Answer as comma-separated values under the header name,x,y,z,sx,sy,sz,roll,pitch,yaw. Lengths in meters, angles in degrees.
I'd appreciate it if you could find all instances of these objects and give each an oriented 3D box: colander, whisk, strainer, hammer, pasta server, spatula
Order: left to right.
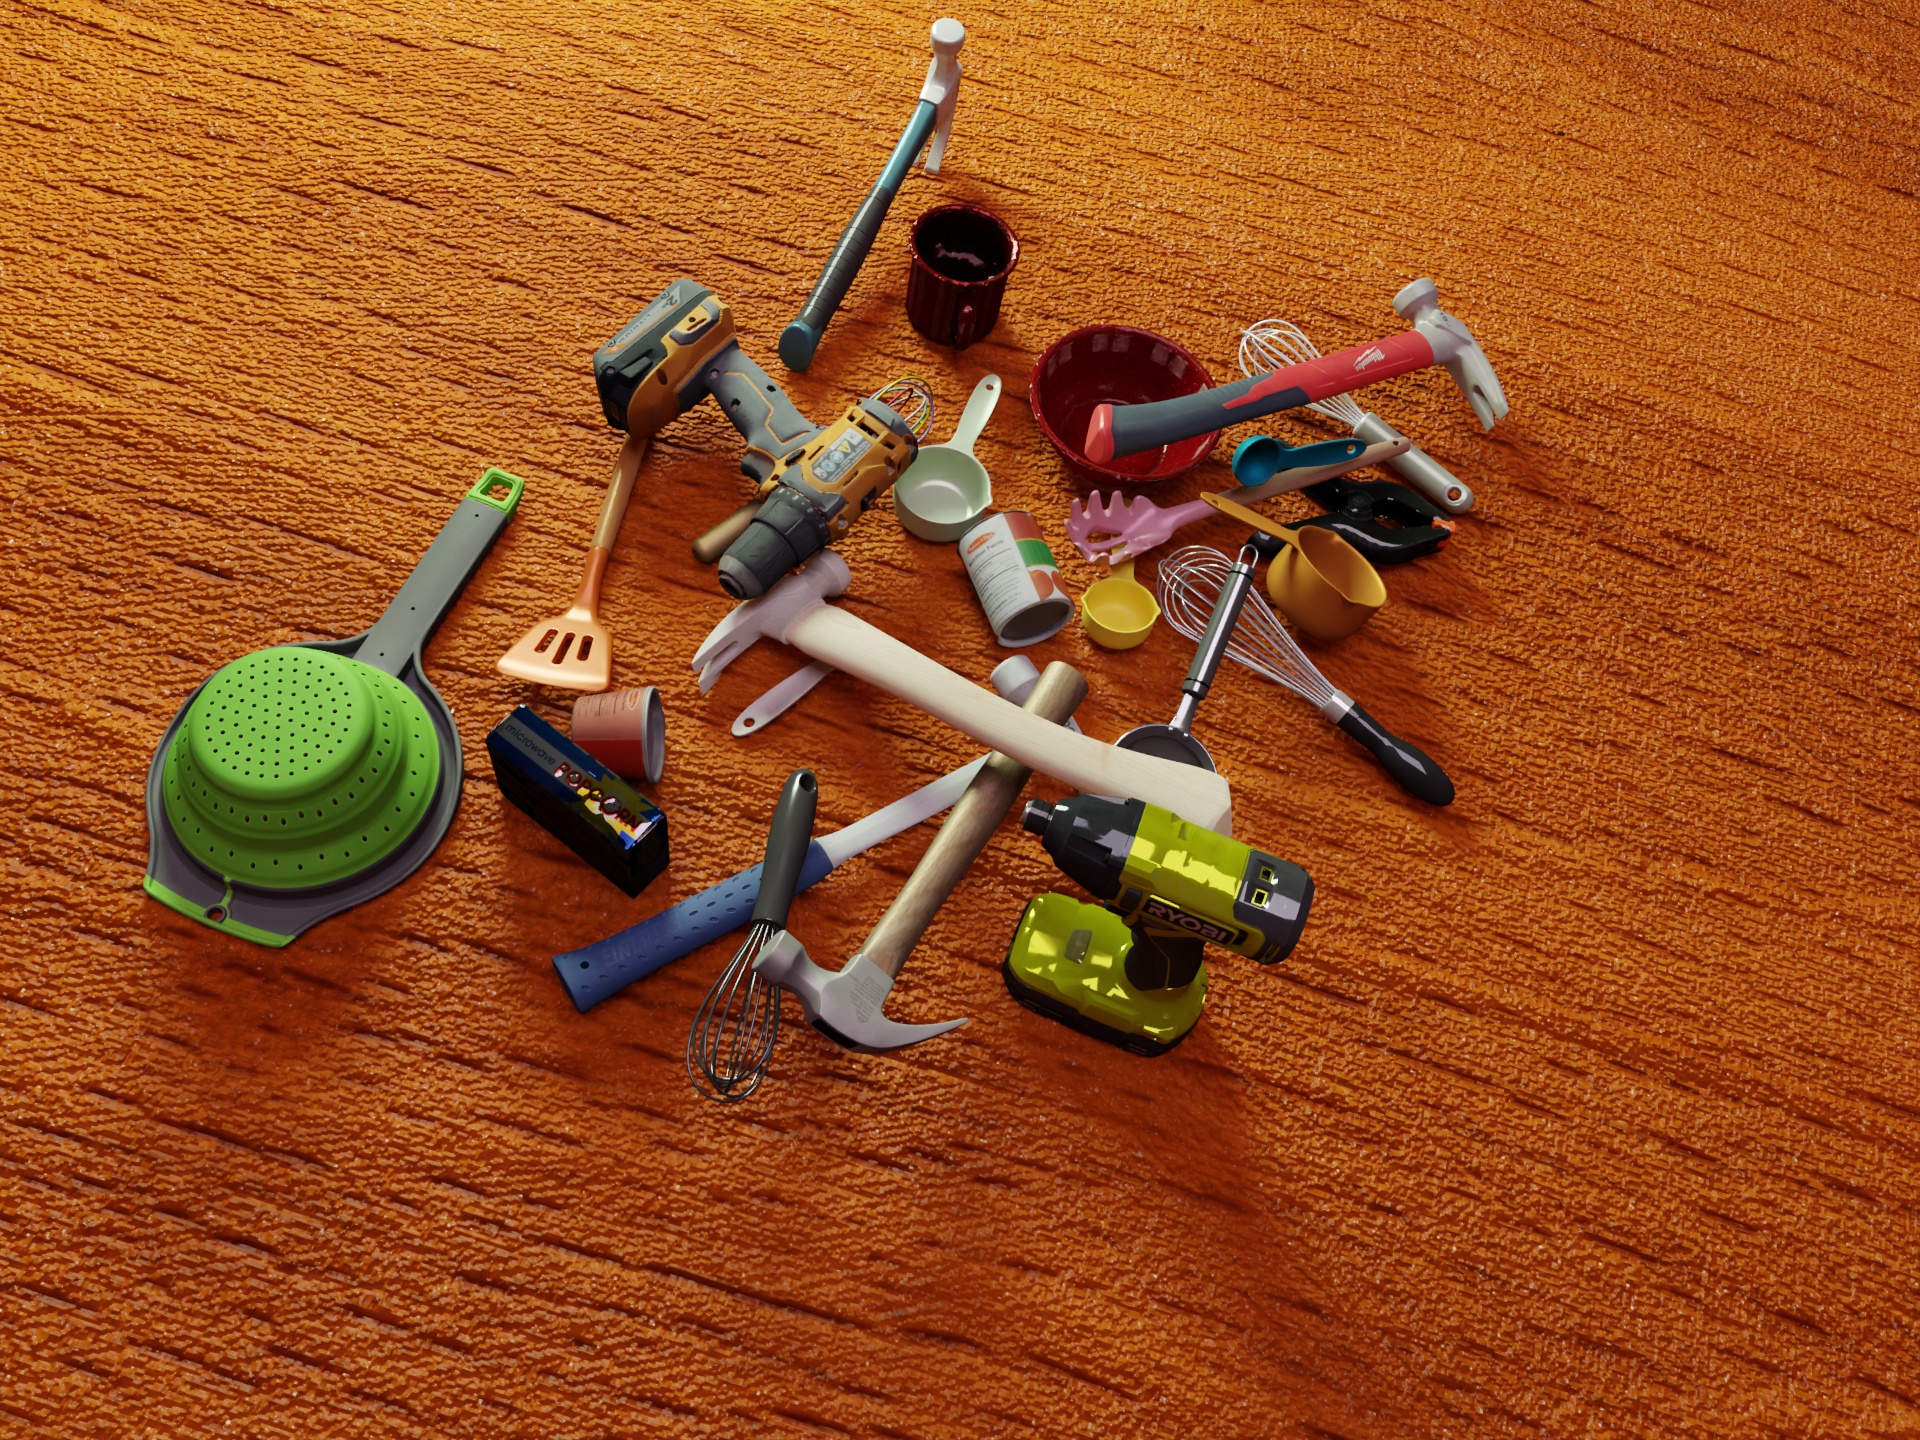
name,x,y,z,sx,sy,sz,roll,pitch,yaw
colander,-0.408,-0.046,1.084,0.204,0.094,0.397,22,60,3
spatula,-0.266,-0.151,1.198,0.081,0.041,0.323,11,59,-2
whisk,-0.127,0.130,1.021,0.055,0.055,0.239,13,55,-2
whisk,-0.113,-0.200,1.250,0.245,0.047,0.051,-39,75,-22
hammer,-0.082,0.092,1.094,0.405,0.035,0.144,-27,68,-22
hammer,-0.074,-0.438,1.358,0.033,0.128,0.331,23,69,5
hammer,-0.002,-0.003,1.072,0.411,0.038,0.146,27,57,33
hammer,0.002,0.081,1.060,0.130,0.031,0.331,42,55,-9
strainer,0.169,-0.014,1.163,0.087,0.050,0.258,25,78,-5
pasta server,0.225,-0.182,1.265,0.316,0.040,0.060,-19,68,-15
hammer,0.273,-0.257,1.290,0.386,0.038,0.143,-20,74,-25
whisk,0.261,-0.031,1.210,0.285,0.070,0.070,41,63,9
whisk,0.336,-0.258,1.357,0.246,0.059,0.058,41,99,10

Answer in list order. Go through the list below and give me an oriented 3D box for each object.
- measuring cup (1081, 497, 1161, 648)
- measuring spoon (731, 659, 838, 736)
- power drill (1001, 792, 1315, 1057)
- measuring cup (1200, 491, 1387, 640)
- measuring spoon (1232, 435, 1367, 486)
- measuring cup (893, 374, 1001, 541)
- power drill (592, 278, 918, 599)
name,x,y,z,sx,sy,sz,roll,pitch,yaw
measuring cup,0.126,-0.117,1.257,0.062,0.029,0.157,9,48,-1
measuring spoon,-0.117,-0.023,1.169,0.124,0.018,0.034,-38,65,-18
power drill,0.105,0.124,0.998,0.171,0.223,0.080,22,60,3
measuring cup,0.245,-0.120,1.229,0.173,0.052,0.095,25,37,-16
measuring spoon,0.267,-0.214,1.263,0.128,0.042,0.021,-11,38,-25
measuring cup,-0.001,-0.211,1.278,0.083,0.038,0.168,21,58,3
power drill,-0.171,-0.206,1.191,0.226,0.084,0.185,37,69,11
